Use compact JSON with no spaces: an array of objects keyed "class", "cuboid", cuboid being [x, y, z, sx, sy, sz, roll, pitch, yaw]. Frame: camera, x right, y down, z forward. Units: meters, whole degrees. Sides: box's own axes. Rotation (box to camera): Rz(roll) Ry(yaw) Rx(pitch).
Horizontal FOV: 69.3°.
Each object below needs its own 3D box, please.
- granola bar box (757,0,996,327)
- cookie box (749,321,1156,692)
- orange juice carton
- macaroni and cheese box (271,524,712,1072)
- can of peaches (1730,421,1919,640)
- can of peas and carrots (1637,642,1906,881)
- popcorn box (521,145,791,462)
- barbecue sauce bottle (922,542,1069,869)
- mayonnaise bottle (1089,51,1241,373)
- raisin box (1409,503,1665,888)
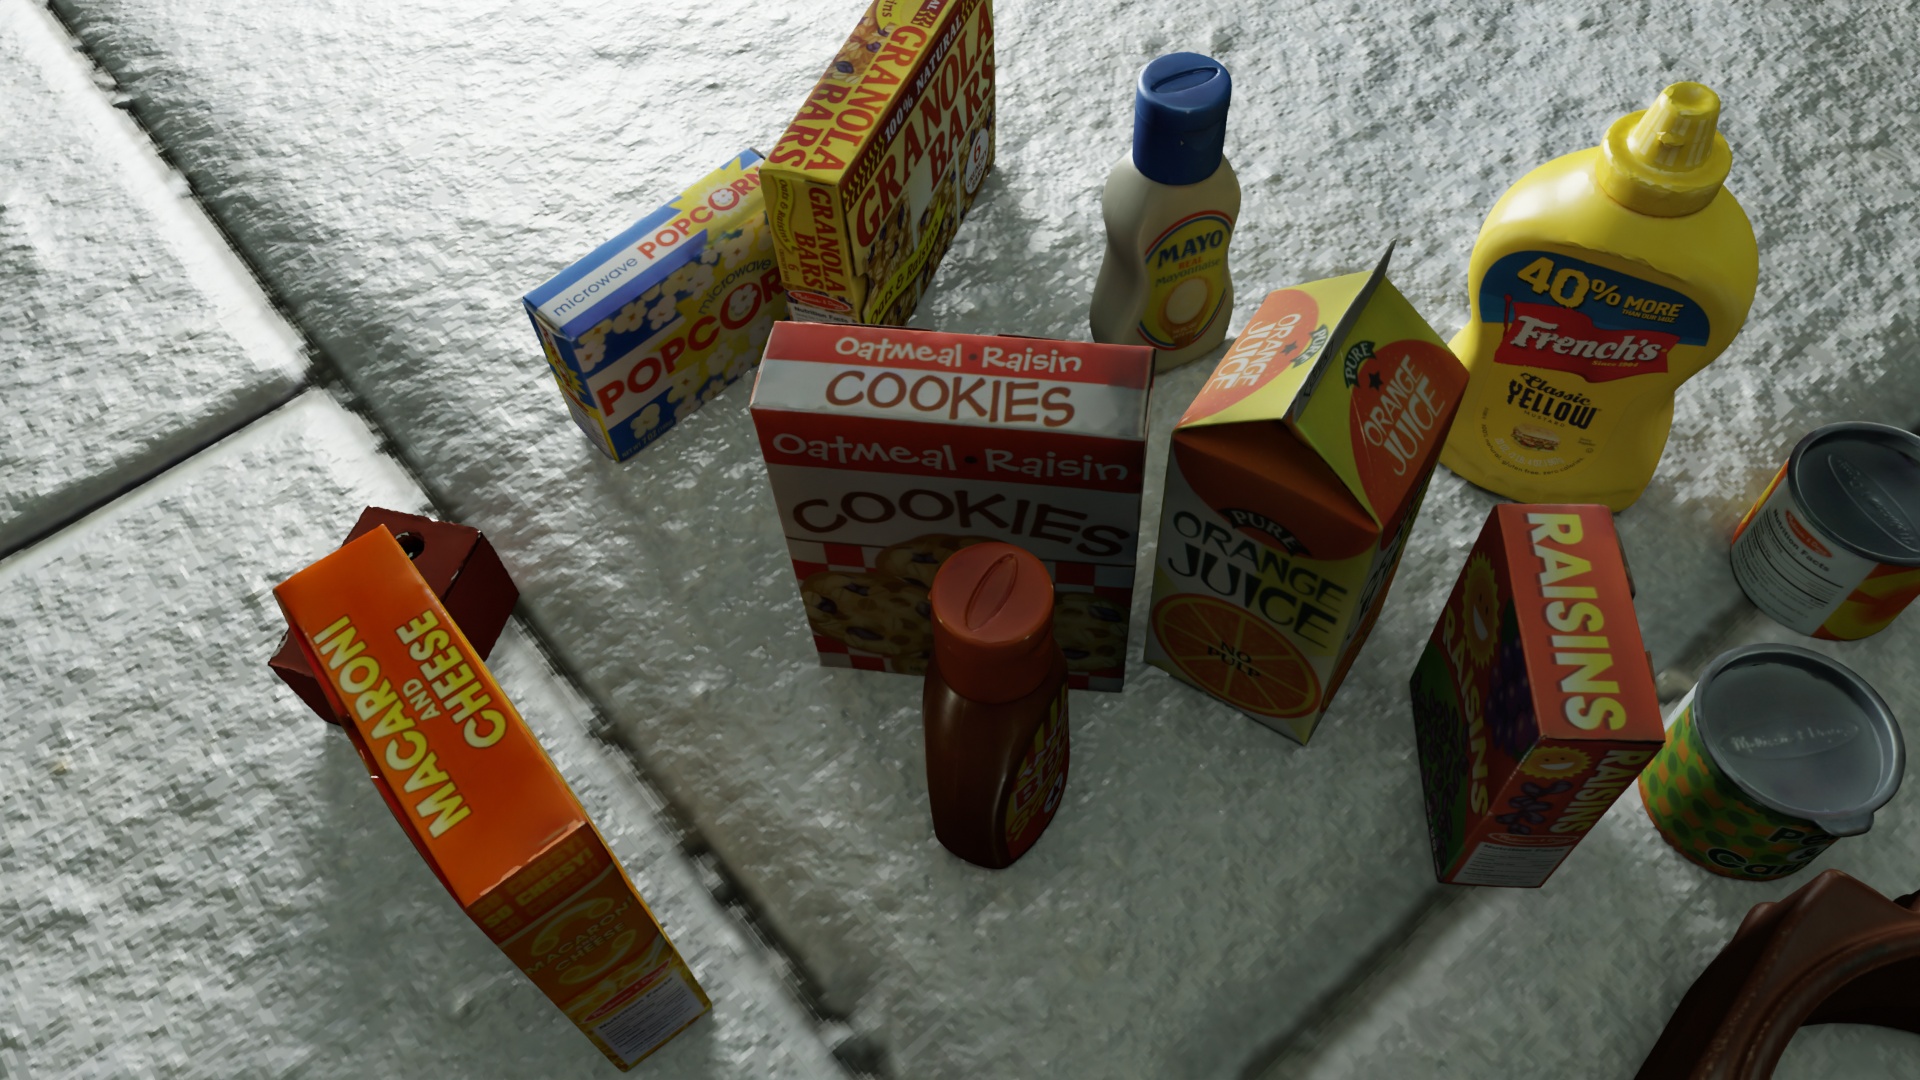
[{"class":"granola bar box","cuboid":[-0.030,-0.172,0.634,0.039,0.123,0.166,16,59,14]},{"class":"cookie box","cuboid":[0.002,-0.006,0.494,0.123,0.166,0.040,5,57,7]},{"class":"orange juice carton","cuboid":[0.116,-0.013,0.477,0.073,0.191,0.072,28,62,20]},{"class":"macaroni and cheese box","cuboid":[-0.142,0.089,0.439,0.040,0.165,0.124,-34,61,-18]},{"class":"can of peaches","cuboid":[0.346,-0.003,0.538,0.071,0.057,0.071,-2,56,2]},{"class":"can of peas and carrots","cuboid":[0.281,0.080,0.485,0.071,0.058,0.071,-2,56,2]},{"class":"popcorn box","cuboid":[-0.123,-0.104,0.617,0.038,0.084,0.127,39,66,25]},{"class":"barbecue sauce bottle","cuboid":[0.012,0.055,0.463,0.044,0.147,0.065,22,60,17]},{"class":"mayonnaise bottle","cuboid":[0.088,-0.134,0.587,0.065,0.147,0.041,-21,58,-10]},{"class":"raisin box","cuboid":[0.189,0.056,0.468,0.040,0.122,0.086,2,56,5]}]
